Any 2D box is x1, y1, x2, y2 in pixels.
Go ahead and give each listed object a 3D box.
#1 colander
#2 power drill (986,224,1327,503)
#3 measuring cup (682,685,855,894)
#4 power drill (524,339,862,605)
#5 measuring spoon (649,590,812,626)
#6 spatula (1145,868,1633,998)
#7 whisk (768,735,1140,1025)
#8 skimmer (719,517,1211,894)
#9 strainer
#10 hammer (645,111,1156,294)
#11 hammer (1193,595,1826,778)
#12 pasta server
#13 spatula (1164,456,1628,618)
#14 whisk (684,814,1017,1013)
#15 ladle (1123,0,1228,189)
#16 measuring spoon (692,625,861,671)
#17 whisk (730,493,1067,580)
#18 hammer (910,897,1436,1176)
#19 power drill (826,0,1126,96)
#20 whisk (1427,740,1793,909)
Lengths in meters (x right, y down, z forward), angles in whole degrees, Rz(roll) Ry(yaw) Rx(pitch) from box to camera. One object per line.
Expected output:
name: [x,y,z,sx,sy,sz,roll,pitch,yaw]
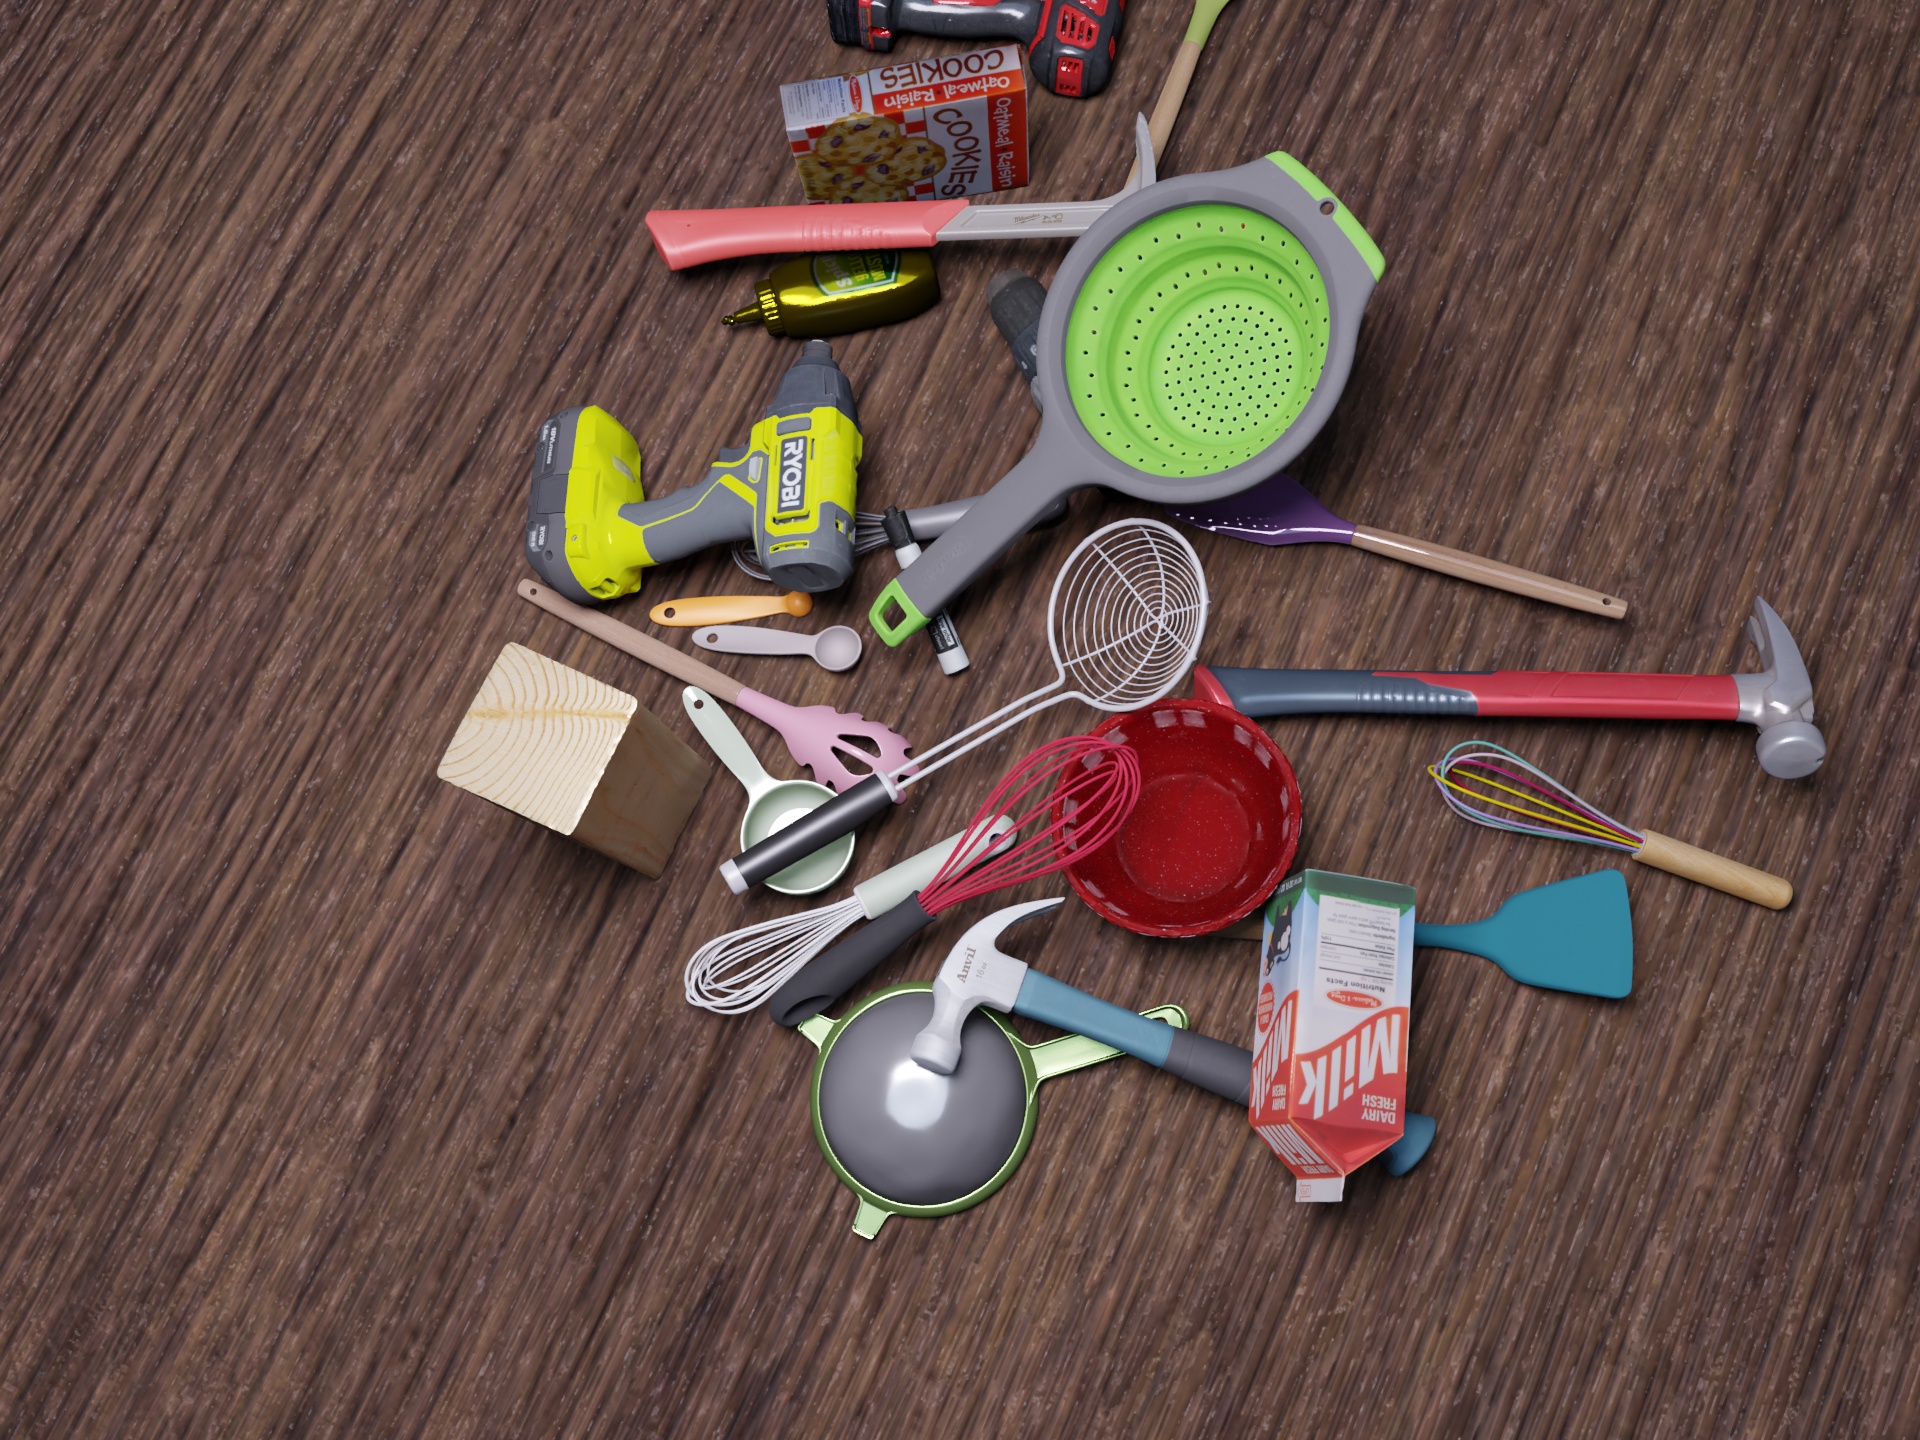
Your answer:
colander: [0.100,-0.183,1.041,0.397,0.094,0.205,-41,73,18]
power drill: [0.146,-0.282,1.122,0.226,0.080,0.188,-33,78,-1]
measuring cup: [-0.135,0.046,1.081,0.083,0.038,0.168,-37,78,-7]
power drill: [-0.175,-0.164,1.076,0.223,0.080,0.171,-6,70,20]
measuring spoon: [-0.163,-0.080,1.125,0.117,0.011,0.021,-4,77,2]
spatula: [0.267,0.134,1.037,0.317,0.044,0.082,2,74,5]
whisk: [-0.008,0.106,1.014,0.296,0.073,0.073,-38,78,11]
skimmer: [-0.002,-0.003,1.031,0.363,0.090,0.127,-30,58,-9]
strainer: [0.024,0.226,1.016,0.256,0.069,0.151,-17,77,1]
hammer: [-0.043,-0.356,1.118,0.359,0.036,0.149,1,64,9]
hammer: [0.351,-0.029,1.058,0.386,0.038,0.143,1,44,11]
pasta server: [-0.174,-0.026,1.109,0.316,0.040,0.060,26,80,13]
spatula: [0.296,-0.123,1.093,0.316,0.018,0.060,19,77,14]
whisk: [-0.072,0.126,1.060,0.246,0.059,0.057,-27,114,-7]
ladle: [0.163,-0.482,1.175,0.078,0.062,0.320,21,82,6]
measuring spoon: [-0.128,-0.052,1.118,0.124,0.018,0.034,6,66,11]
whisk: [-0.043,-0.138,1.117,0.239,0.055,0.055,-8,77,-3]
hammer: [0.142,0.212,1.003,0.331,0.033,0.128,22,67,-3]
power drill: [0.018,-0.558,1.192,0.219,0.078,0.143,13,79,3]
whisk: [0.425,0.071,1.046,0.245,0.047,0.051,20,78,3]
